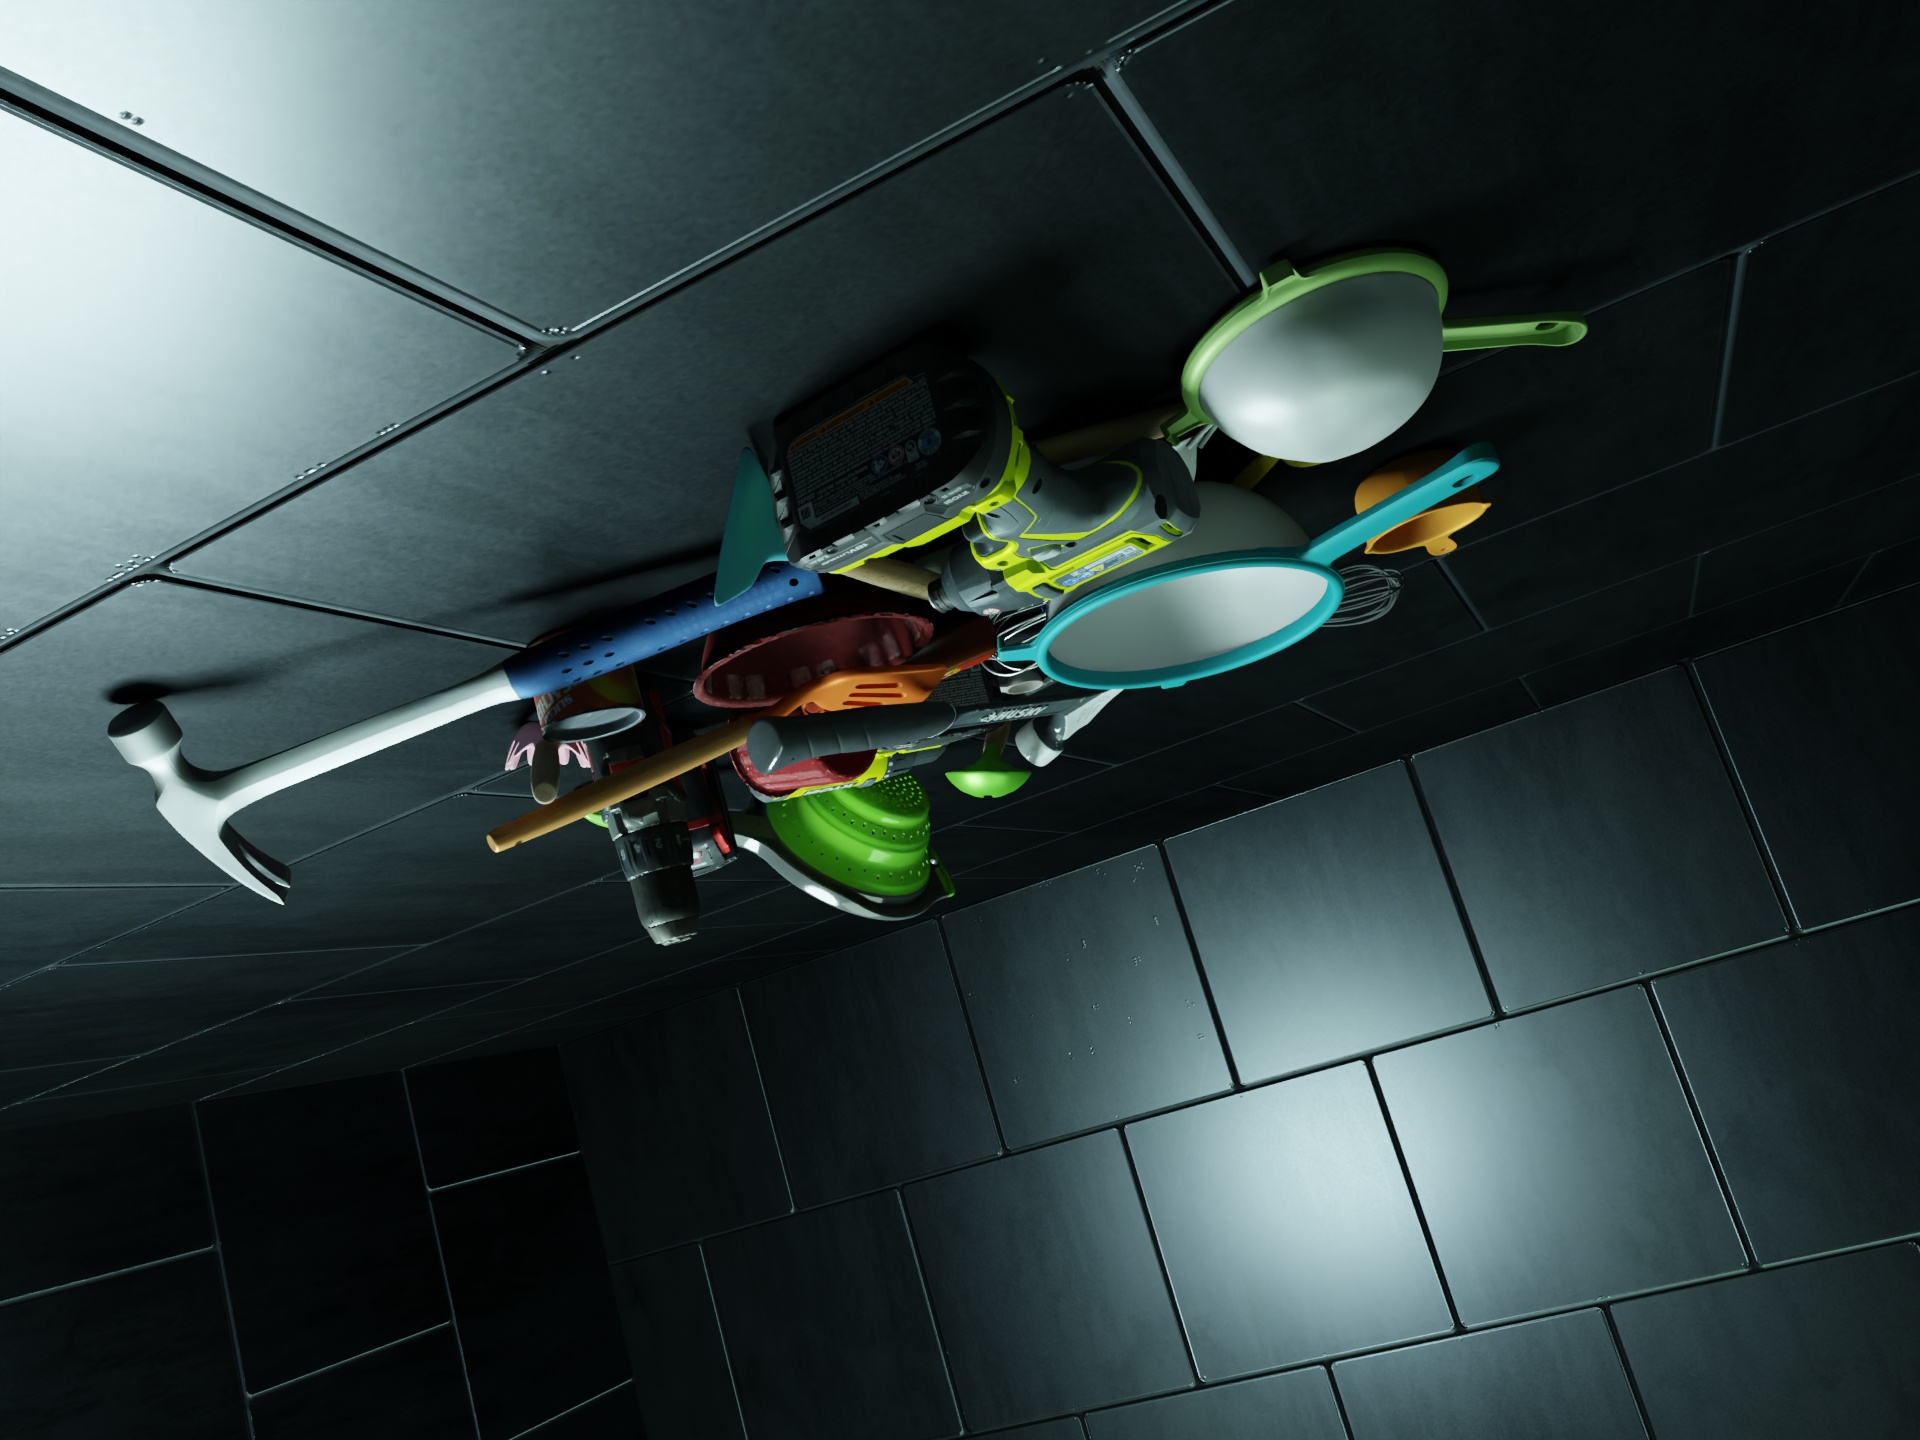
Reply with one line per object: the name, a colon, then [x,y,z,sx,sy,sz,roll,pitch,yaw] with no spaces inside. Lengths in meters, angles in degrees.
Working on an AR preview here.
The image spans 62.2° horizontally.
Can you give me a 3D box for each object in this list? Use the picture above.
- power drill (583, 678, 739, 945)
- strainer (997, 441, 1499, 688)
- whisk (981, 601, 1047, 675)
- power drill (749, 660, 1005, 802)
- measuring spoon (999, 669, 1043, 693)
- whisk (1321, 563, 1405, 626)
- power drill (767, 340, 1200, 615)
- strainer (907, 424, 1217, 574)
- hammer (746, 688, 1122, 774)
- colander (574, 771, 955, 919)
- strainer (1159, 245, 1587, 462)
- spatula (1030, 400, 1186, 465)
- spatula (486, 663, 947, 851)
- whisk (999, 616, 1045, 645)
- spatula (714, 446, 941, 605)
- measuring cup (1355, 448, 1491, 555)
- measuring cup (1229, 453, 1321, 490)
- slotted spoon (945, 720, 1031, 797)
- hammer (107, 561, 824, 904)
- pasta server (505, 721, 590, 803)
power drill: [-0.224,0.077,1.200,0.080,0.188,0.226,-15,172,-4]
strainer: [0.188,-0.125,1.040,0.210,0.095,0.340,8,153,-43]
whisk: [0.118,-0.100,1.184,0.246,0.059,0.057,-26,153,19]
power drill: [-0.059,0.006,1.353,0.190,0.080,0.228,-9,168,-32]
measuring spoon: [0.016,-0.034,1.426,0.124,0.018,0.034,-4,162,-23]
whisk: [0.283,-0.095,1.440,0.239,0.055,0.055,-15,168,13]
power drill: [0.007,-0.112,0.855,0.171,0.080,0.223,-24,161,29]
strainer: [0.059,-0.126,1.013,0.258,0.050,0.087,-19,-178,27]
hammer: [-0.002,-0.004,1.116,0.149,0.036,0.408,-42,161,30]
colander: [-0.162,0.078,1.487,0.396,0.205,0.094,12,118,-35]
strainer: [0.247,-0.187,0.870,0.256,0.069,0.151,-9,159,-20]
spatula: [0.129,-0.177,0.922,0.316,0.018,0.059,-16,161,-6]
spatula: [-0.149,0.021,1.016,0.322,0.041,0.081,-26,168,-35]
whisk: [0.169,-0.084,1.306,0.284,0.070,0.070,-9,167,-10]
spatula: [-0.051,-0.089,0.942,0.044,0.082,0.317,11,-179,33]
measuring cup: [0.353,-0.162,1.213,0.095,0.052,0.173,-21,169,21]
measuring cup: [0.212,-0.166,1.051,0.062,0.029,0.156,-11,165,-22]
slotted spoon: [0.032,0.022,1.404,0.070,0.031,0.314,-1,-168,5]
hammer: [-0.274,-0.016,0.944,0.405,0.035,0.144,-22,123,-2]
pasta server: [-0.271,0.031,1.043,0.060,0.040,0.316,-1,-174,-14]
